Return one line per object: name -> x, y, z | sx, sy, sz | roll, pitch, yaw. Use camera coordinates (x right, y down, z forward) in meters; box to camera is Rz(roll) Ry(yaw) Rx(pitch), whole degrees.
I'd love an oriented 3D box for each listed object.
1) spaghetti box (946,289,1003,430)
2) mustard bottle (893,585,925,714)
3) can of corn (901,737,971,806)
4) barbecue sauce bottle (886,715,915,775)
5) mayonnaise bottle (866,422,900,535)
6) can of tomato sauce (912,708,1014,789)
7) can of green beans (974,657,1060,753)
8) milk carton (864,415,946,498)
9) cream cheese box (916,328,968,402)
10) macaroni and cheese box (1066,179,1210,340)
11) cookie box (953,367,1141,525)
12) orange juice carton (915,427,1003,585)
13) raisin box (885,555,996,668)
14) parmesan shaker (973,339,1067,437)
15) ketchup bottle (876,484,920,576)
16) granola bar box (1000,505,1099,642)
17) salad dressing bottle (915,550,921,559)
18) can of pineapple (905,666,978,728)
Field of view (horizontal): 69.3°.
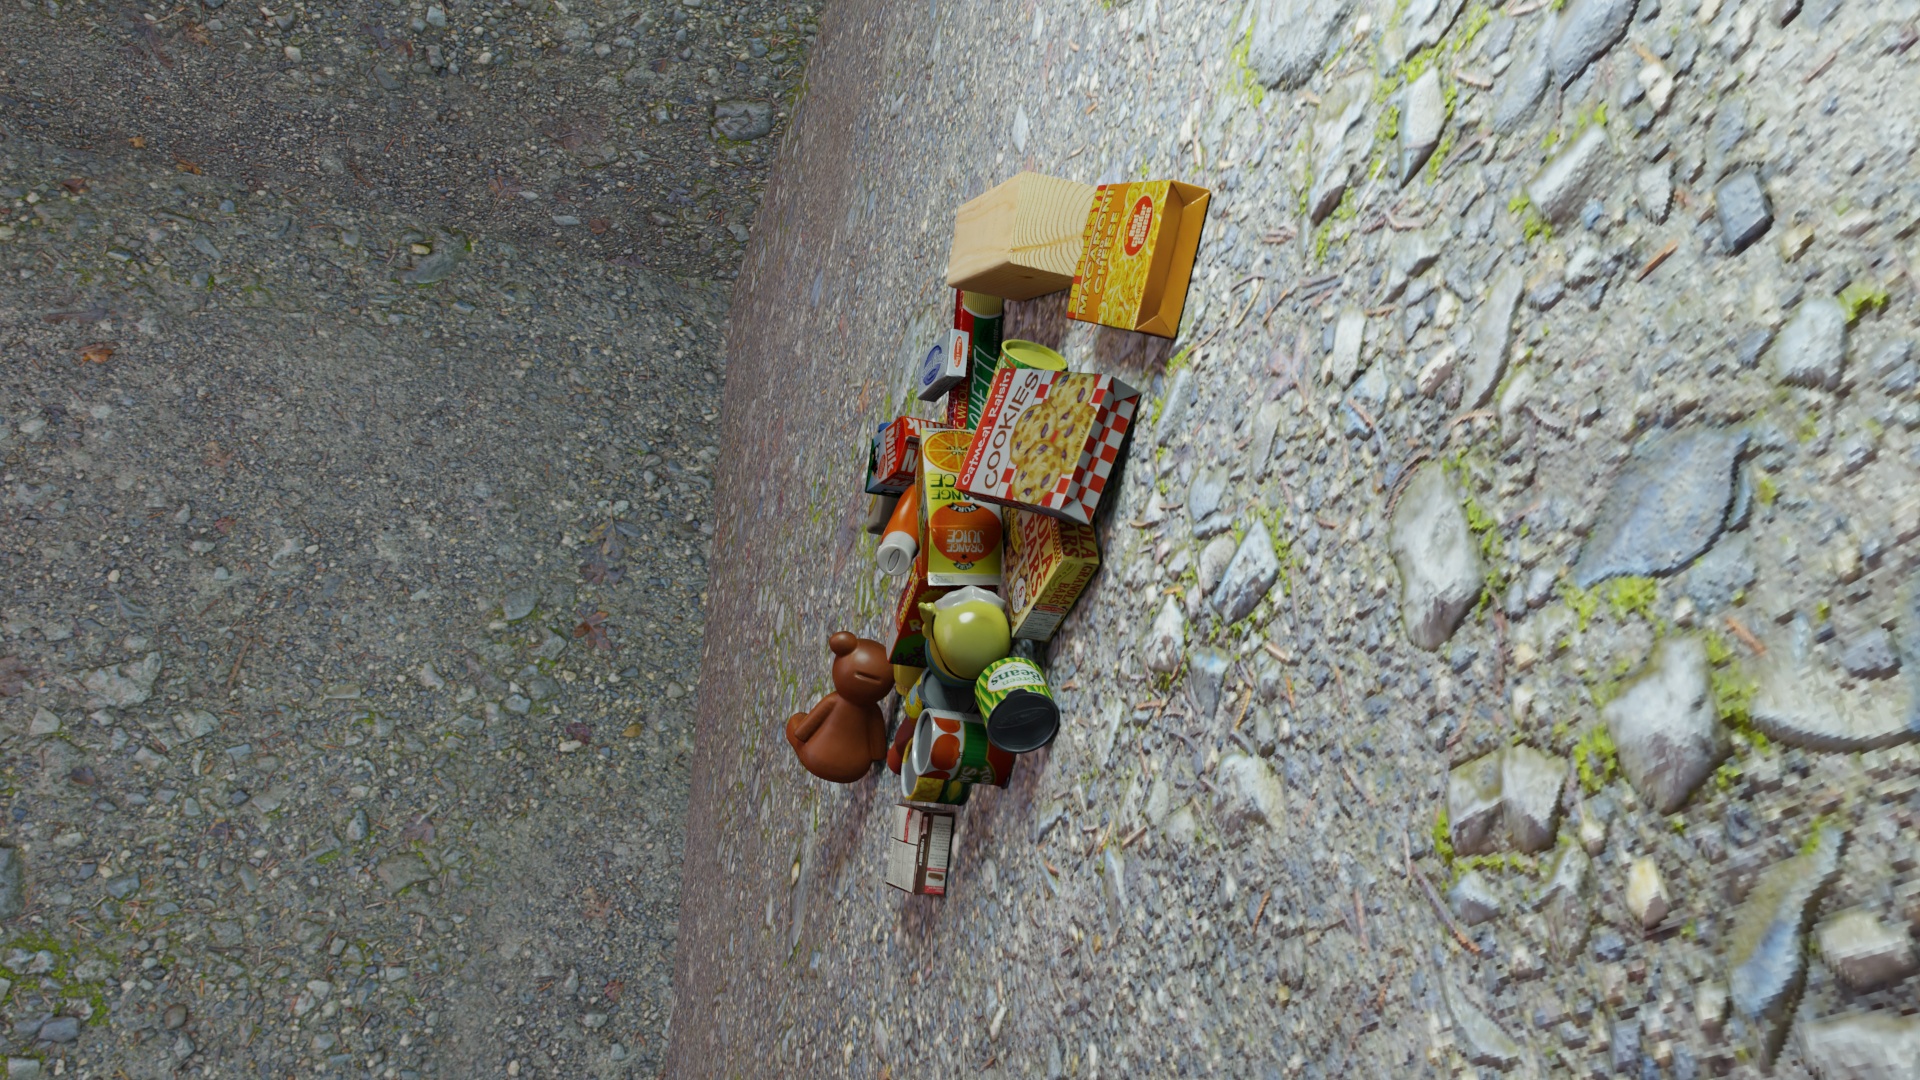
spaghetti box -> 0.015, -0.180, 1.546 | 0.028, 0.050, 0.250 | 140, 136, -66
mustard bottle -> -0.045, 0.126, 1.559 | 0.049, 0.065, 0.159 | -116, 33, -69
can of corn -> -0.024, 0.236, 1.433 | 0.071, 0.058, 0.071 | -170, 89, -73
barbecue sauce bottle -> -0.045, 0.210, 1.536 | 0.147, 0.044, 0.065 | 118, 172, -47
mayonnaise bottle -> -0.099, -0.084, 1.869 | 0.064, 0.041, 0.148 | 142, 134, -68
can of tomato sauce -> 0.002, 0.200, 1.327 | 0.071, 0.083, 0.071 | -169, 89, -73
can of green beans -> 0.050, 0.146, 1.236 | 0.058, 0.071, 0.071 | -112, 35, -60
milk carton -> -0.057, -0.102, 1.693 | 0.190, 0.072, 0.073 | 159, 120, -70
cream cheese box -> -0.021, -0.192, 1.536 | 0.103, 0.024, 0.053 | 152, 125, -68
macaroni and cheese box -> 0.146, -0.241, 1.180 | 0.167, 0.040, 0.123 | -142, 63, -70
cookie box -> 0.073, -0.086, 1.220 | 0.167, 0.040, 0.123 | 14, 81, 57
orange juice carton -> -0.002, -0.024, 1.367 | 0.194, 0.072, 0.072 | -96, 11, -47
raisin box -> -0.023, 0.080, 1.466 | 0.040, 0.086, 0.122 | -101, 27, -52
parmesan shaker -> 0.059, -0.135, 1.359 | 0.071, 0.071, 0.102 | -110, 34, -58
ketchup bottle -> -0.060, -0.008, 1.500 | 0.149, 0.043, 0.064 | -70, 2, -66
granola bar box -> 0.079, -0.009, 1.272 | 0.123, 0.039, 0.166 | 118, 155, -47
salad dressing bottle -> -0.030, 0.019, 1.595 | 0.064, 0.044, 0.147 | 7, 89, 65
can of pineapple -> -0.021, 0.164, 1.442 | 0.057, 0.071, 0.071 | 123, 151, -53
